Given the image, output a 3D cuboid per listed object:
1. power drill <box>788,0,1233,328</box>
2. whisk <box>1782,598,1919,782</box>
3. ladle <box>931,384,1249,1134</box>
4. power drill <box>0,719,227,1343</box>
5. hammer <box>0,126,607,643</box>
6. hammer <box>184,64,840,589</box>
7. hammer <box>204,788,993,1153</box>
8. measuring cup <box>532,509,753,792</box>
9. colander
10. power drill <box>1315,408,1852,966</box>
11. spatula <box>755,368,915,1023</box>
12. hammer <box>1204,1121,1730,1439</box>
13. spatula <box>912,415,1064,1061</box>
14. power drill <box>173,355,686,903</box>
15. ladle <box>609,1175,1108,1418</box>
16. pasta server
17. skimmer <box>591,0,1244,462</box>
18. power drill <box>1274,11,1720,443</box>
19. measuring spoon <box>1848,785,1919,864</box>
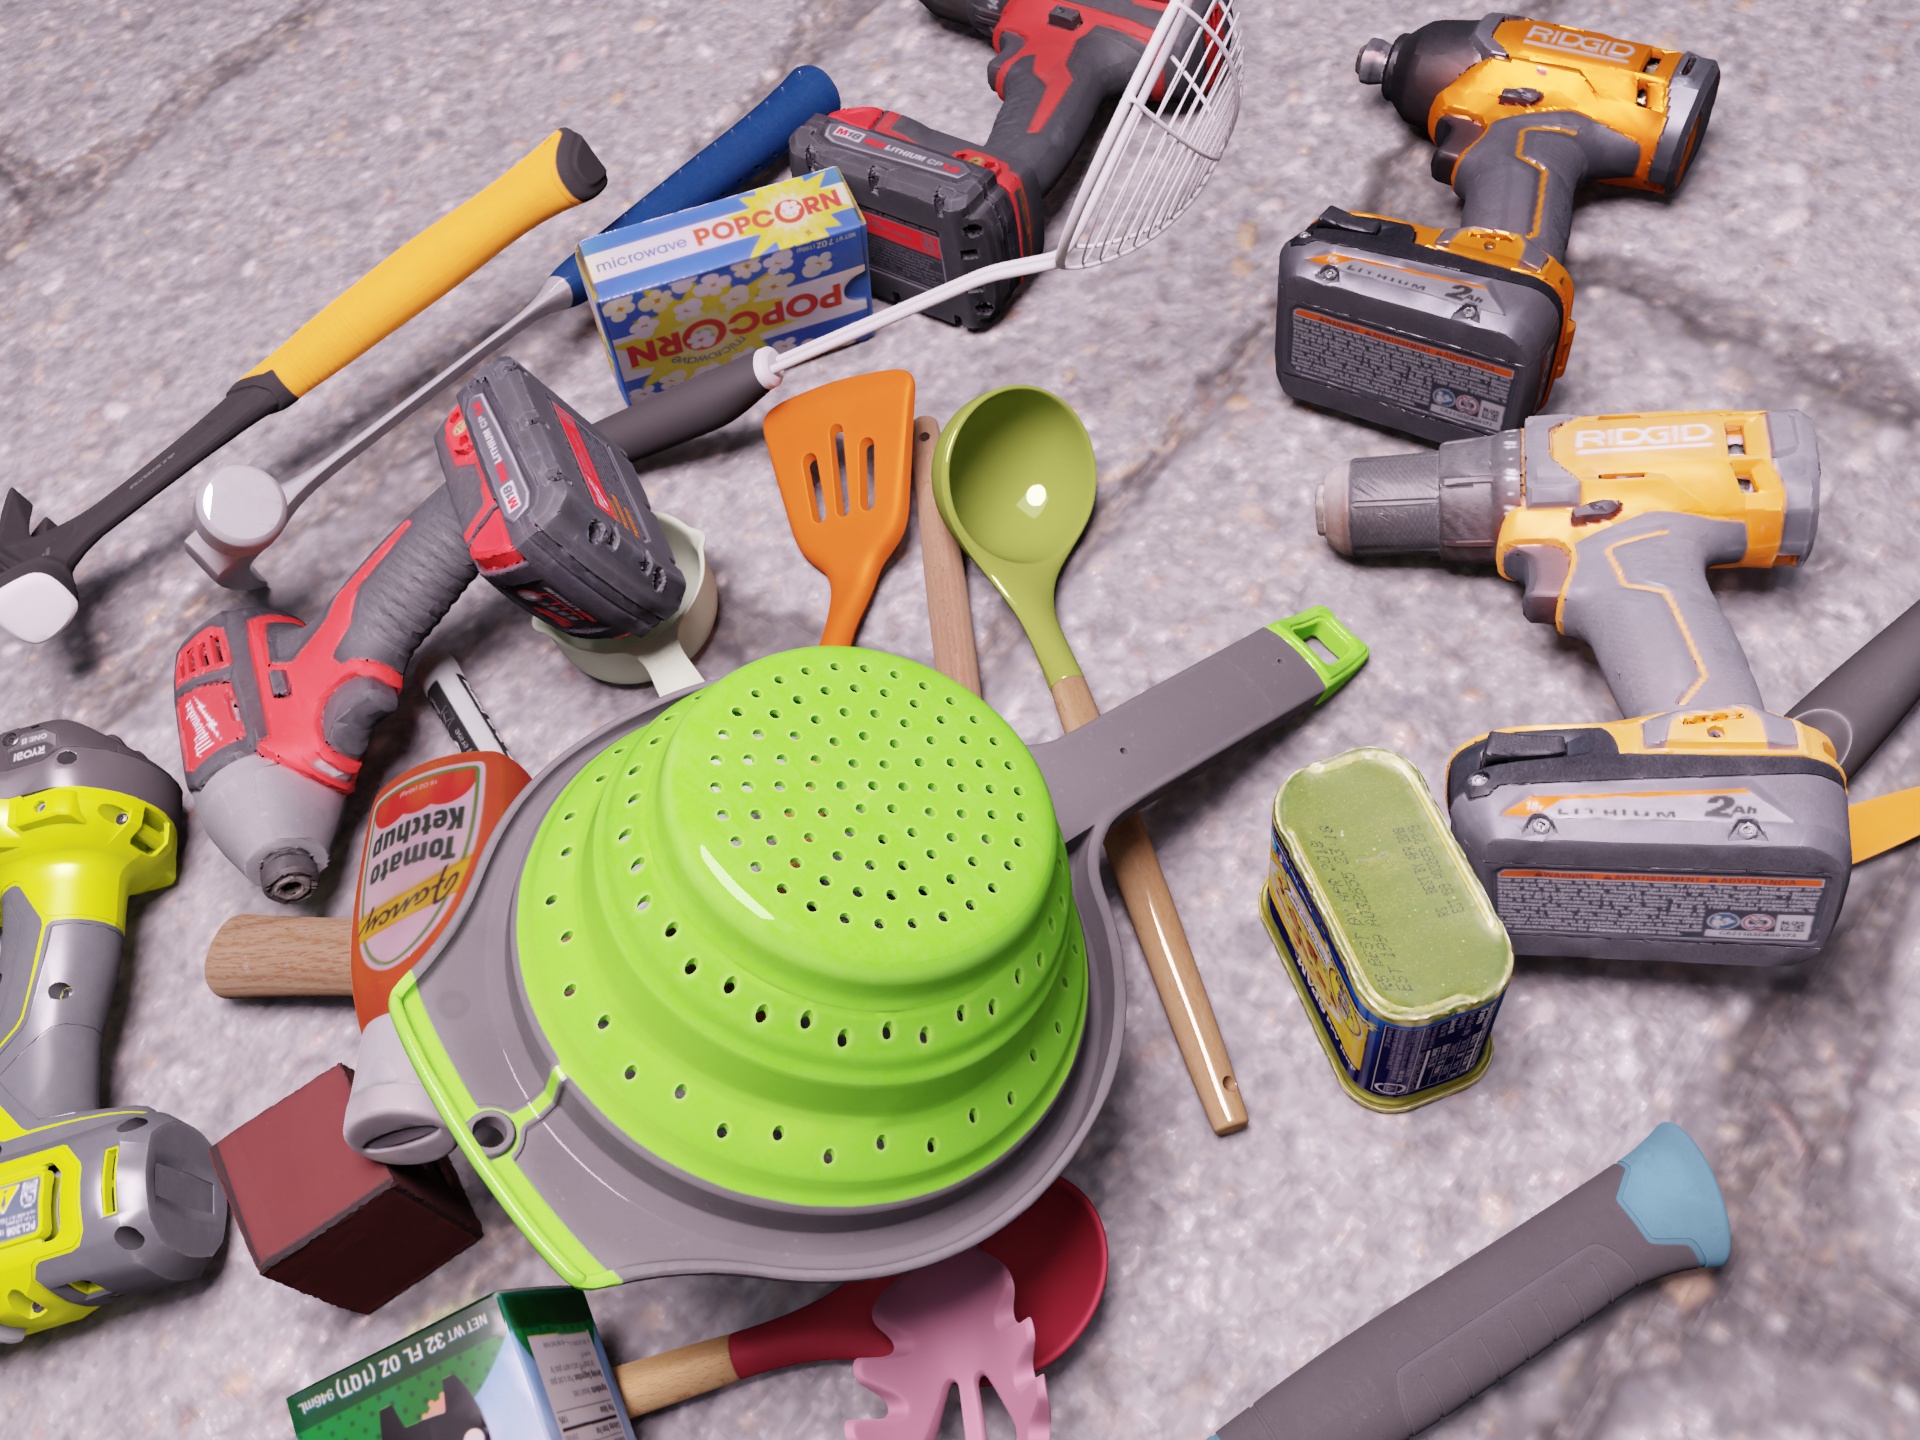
[{"bbox_3d":[0.008,-0.318,0.808,0.188,0.080,0.227,27,65,23],"label":"power drill"},{"bbox_3d":[0.397,-0.065,0.597,0.296,0.073,0.073,-42,61,-7],"label":"whisk"},{"bbox_3d":[0.056,0.002,0.620,0.078,0.062,0.320,1,56,-31],"label":"ladle"},{"bbox_3d":[-0.387,0.129,0.613,0.190,0.080,0.229,-17,60,2],"label":"power drill"},{"bbox_3d":[-0.310,-0.169,0.749,0.337,0.034,0.127,-38,38,-3],"label":"hammer"},{"bbox_3d":[-0.205,-0.200,0.770,0.035,0.144,0.405,49,63,-14],"label":"hammer"},{"bbox_3d":[-0.141,0.086,0.588,0.331,0.031,0.130,-2,49,20],"label":"hammer"},{"bbox_3d":[-0.121,-0.019,0.675,0.083,0.038,0.168,-30,61,-8],"label":"measuring cup"},{"bbox_3d":[0.022,0.016,0.509,0.397,0.094,0.205,-27,65,-36],"label":"colander"},{"bbox_3d":[0.219,-0.028,0.584,0.185,0.084,0.226,0,50,19],"label":"power drill"},{"bbox_3d":[-0.063,-0.001,0.650,0.081,0.041,0.323,-10,58,28],"label":"spatula"},{"bbox_3d":[0.098,0.227,0.490,0.331,0.033,0.128,-29,60,-8],"label":"hammer"},{"bbox_3d":[-0.001,-0.002,0.653,0.060,0.018,0.316,-11,59,7],"label":"spatula"},{"bbox_3d":[-0.227,-0.031,0.650,0.219,0.078,0.143,-37,52,10],"label":"power drill"},{"bbox_3d":[-0.100,0.222,0.533,0.315,0.031,0.069,-18,53,1],"label":"ladle"},{"bbox_3d":[-0.016,0.117,0.548,0.060,0.040,0.317,-16,48,7],"label":"pasta server"},{"bbox_3d":[-0.045,-0.199,0.676,0.363,0.090,0.127,-18,24,23],"label":"skimmer"},{"bbox_3d":[0.224,-0.235,0.716,0.164,0.084,0.226,23,62,22],"label":"power drill"},{"bbox_3d":[0.329,0.039,0.574,0.117,0.011,0.021,-21,59,2],"label":"measuring spoon"}]
